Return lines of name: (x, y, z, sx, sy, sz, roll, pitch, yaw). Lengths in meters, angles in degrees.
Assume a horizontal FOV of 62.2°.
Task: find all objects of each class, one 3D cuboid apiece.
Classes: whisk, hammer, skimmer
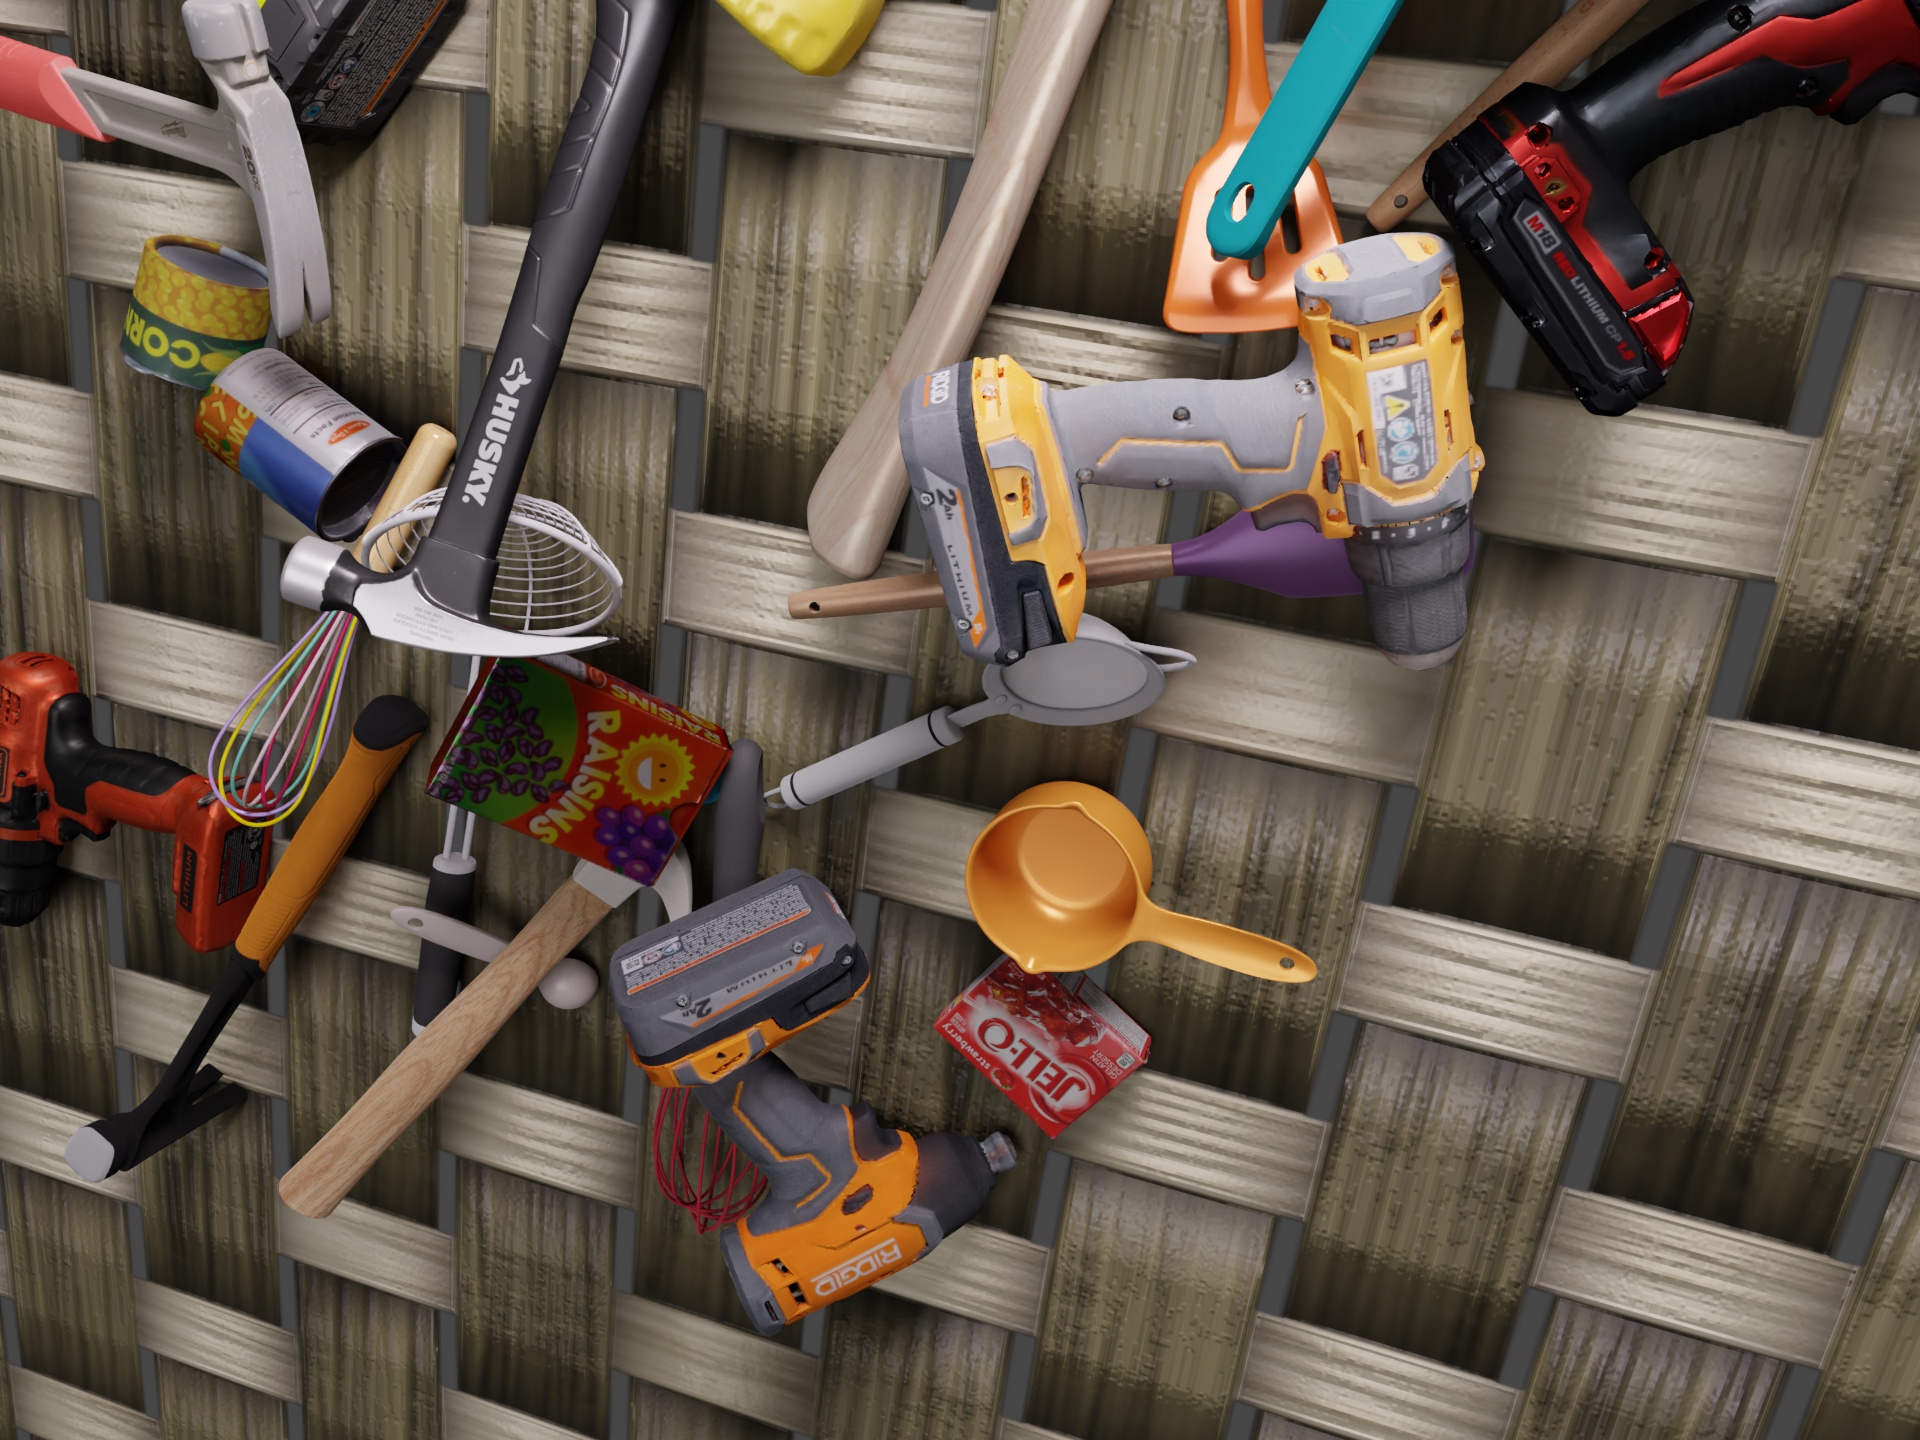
whisk: (-0.126, 0.149, 0.859, 0.073, 0.073, 0.295, 12, 109, 14)
hammer: (-0.184, -0.187, 0.723, 0.146, 0.035, 0.335, 19, 91, -5)
hammer: (-0.272, 0.169, 0.889, 0.130, 0.031, 0.331, 39, 107, -17)
hammer: (0.027, -0.236, 0.674, 0.146, 0.038, 0.410, 44, 123, 33)
hammer: (-0.402, 0.123, 0.935, 0.034, 0.127, 0.337, 37, 105, 5)
skimmer: (-0.268, 0.041, 0.856, 0.127, 0.090, 0.363, 9, 115, -16)
hammer: (-0.454, -0.306, 0.790, 0.359, 0.037, 0.149, 23, 132, 24)
whisk: (-0.331, -0.047, 0.853, 0.047, 0.051, 0.245, 38, 102, 36)

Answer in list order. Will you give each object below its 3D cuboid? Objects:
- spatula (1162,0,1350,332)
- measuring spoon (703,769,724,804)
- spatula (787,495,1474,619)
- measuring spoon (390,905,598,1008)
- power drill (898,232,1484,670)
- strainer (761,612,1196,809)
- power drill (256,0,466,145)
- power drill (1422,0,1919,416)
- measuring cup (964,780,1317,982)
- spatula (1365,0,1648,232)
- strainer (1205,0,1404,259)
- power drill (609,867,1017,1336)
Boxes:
spatula: (0.114, -0.323, 0.641, 0.081, 0.041, 0.322, -2, 106, 11)
measuring spoon: (-0.165, 0.048, 0.869, 0.042, 0.021, 0.128, 36, 124, -12)
spatula: (0.072, -0.073, 0.733, 0.316, 0.018, 0.059, -7, 106, 11)
measuring spoon: (-0.263, 0.135, 0.897, 0.124, 0.018, 0.034, 27, 120, -21)
power drill: (0.104, -0.088, 0.669, 0.226, 0.084, 0.185, -12, 120, 9)
strainer: (-0.001, -0.003, 0.784, 0.258, 0.050, 0.086, -24, 143, 28)
power drill: (-0.341, -0.402, 0.743, 0.171, 0.080, 0.223, -41, 89, 25)
power drill: (0.312, -0.212, 0.587, 0.226, 0.080, 0.187, -36, 112, 23)
measuring cup: (0.091, 0.086, 0.778, 0.173, 0.052, 0.095, 17, 112, 10)
spatula: (0.278, -0.301, 0.594, 0.082, 0.044, 0.317, 44, 116, -8)
strainer: (0.206, -0.316, 0.578, 0.211, 0.095, 0.340, 52, 127, 31)
power drill: (-0.070, 0.195, 0.819, 0.164, 0.084, 0.226, -24, 115, -10)
